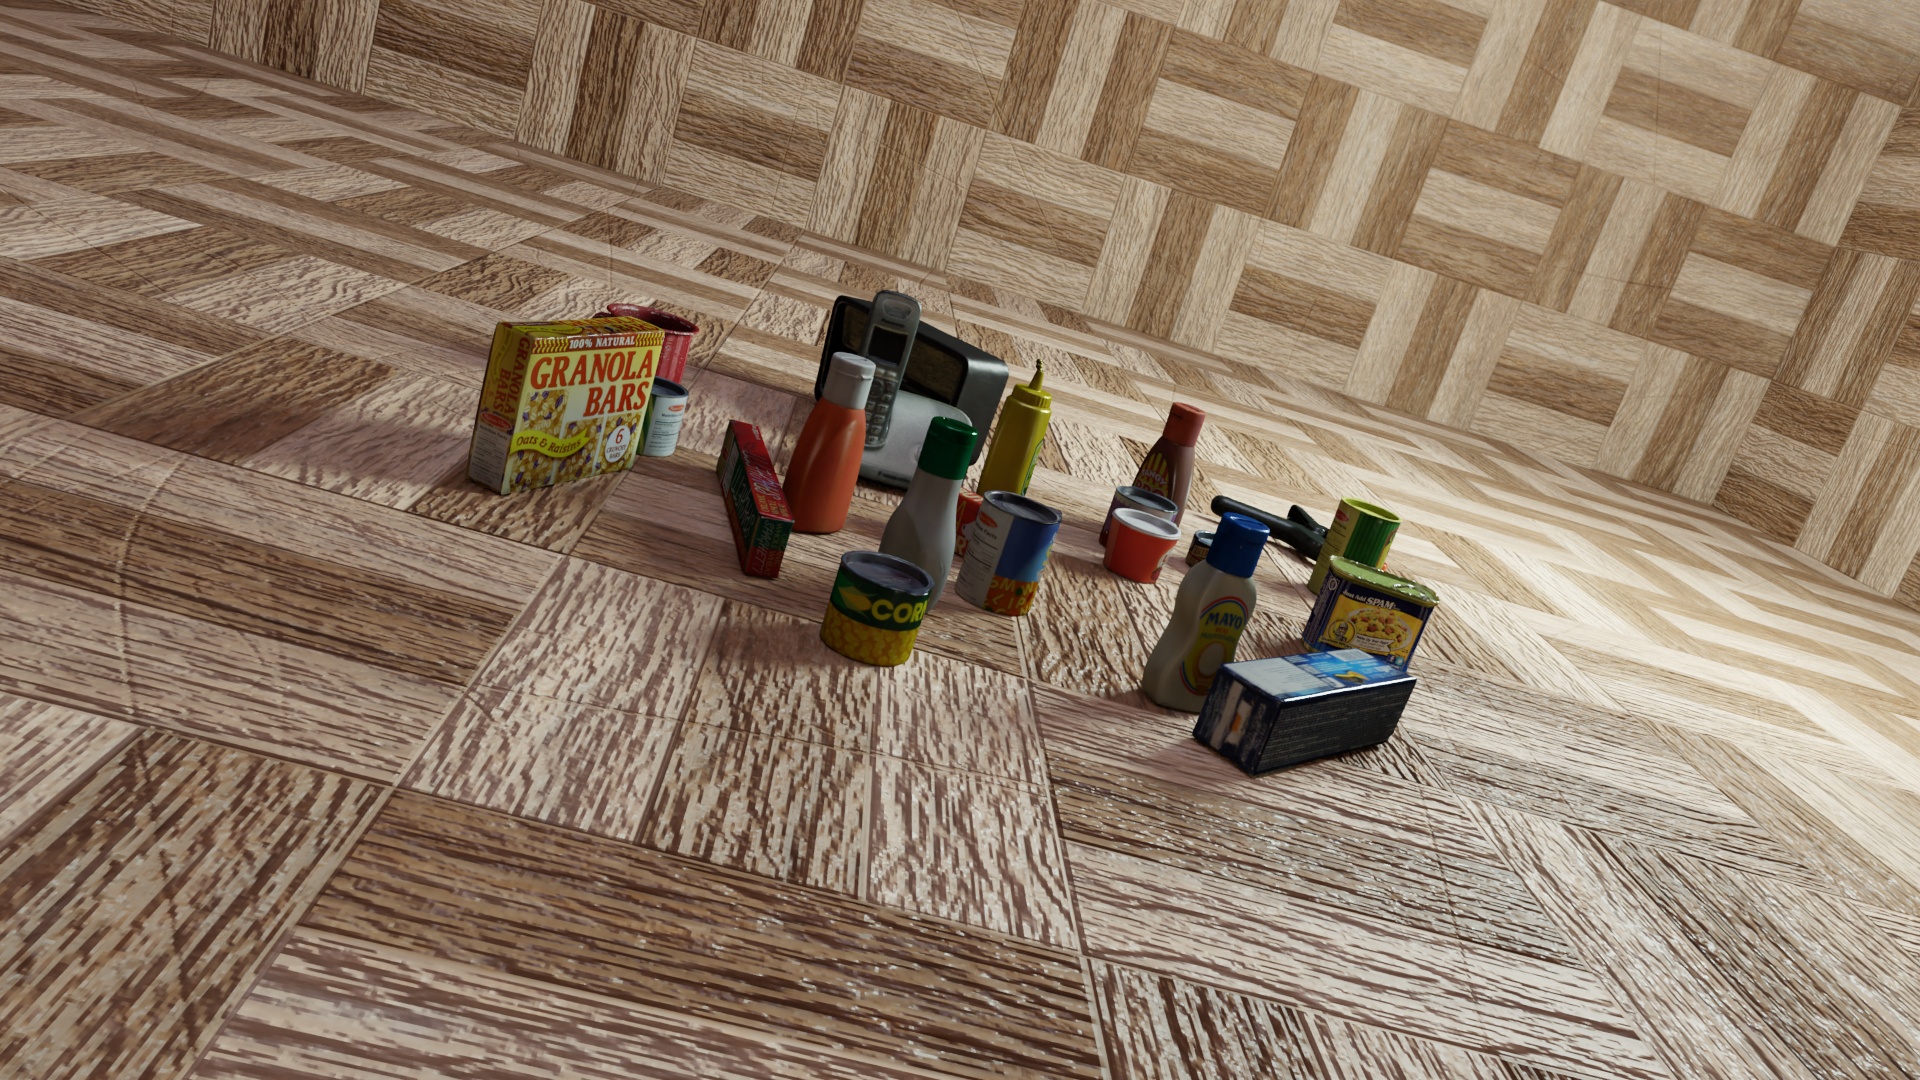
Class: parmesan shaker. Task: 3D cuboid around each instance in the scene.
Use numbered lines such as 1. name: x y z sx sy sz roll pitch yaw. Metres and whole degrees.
1. parmesan shaker: 0.415 0.013 1.470 0.071 0.102 0.071 16 16 -5

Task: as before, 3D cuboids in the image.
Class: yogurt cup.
1. yogurt cup: 0.170 0.006 1.325 0.072 0.053 0.072 16 16 -5

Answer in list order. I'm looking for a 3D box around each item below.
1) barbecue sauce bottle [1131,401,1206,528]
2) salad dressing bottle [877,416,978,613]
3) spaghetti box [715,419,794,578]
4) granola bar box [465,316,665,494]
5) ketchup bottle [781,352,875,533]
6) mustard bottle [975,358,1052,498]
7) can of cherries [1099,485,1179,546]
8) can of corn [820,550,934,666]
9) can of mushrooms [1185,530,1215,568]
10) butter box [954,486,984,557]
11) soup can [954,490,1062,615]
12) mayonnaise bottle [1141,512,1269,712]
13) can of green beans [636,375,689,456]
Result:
1. barbecue sauce bottle: 0.214 -0.069 1.447 0.044 0.148 0.065 2 22 -43
2. salad dressing bottle: -0.025 -0.018 1.038 0.044 0.147 0.064 4 21 -39
3. spaghetti box: -0.170 -0.039 1.126 0.029 0.050 0.251 12 17 -19
4. granola bar box: -0.306 -0.109 1.083 0.039 0.123 0.166 23 17 17
5. ketchup bottle: -0.107 -0.080 1.150 0.043 0.148 0.065 30 20 35
6. mustard bottle: 0.057 -0.101 1.368 0.049 0.159 0.065 19 16 4
7. can of cherries: 0.179 -0.017 1.401 0.071 0.058 0.072 16 16 -5
8. can of corn: -0.056 0.047 0.952 0.071 0.058 0.071 16 16 -5
9. can of mushrooms: 0.265 0.017 1.424 0.071 0.033 0.071 16 16 -5
10. butter box: 0.004 -0.015 1.225 0.103 0.053 0.024 28 19 31
11. soup can: 0.040 0.010 1.125 0.071 0.083 0.071 16 16 -5
12. mayonnaise bottle: 0.185 0.053 1.023 0.065 0.147 0.041 10 18 -24
13. can of green beans: -0.281 -0.112 1.235 0.071 0.057 0.071 16 16 -5
